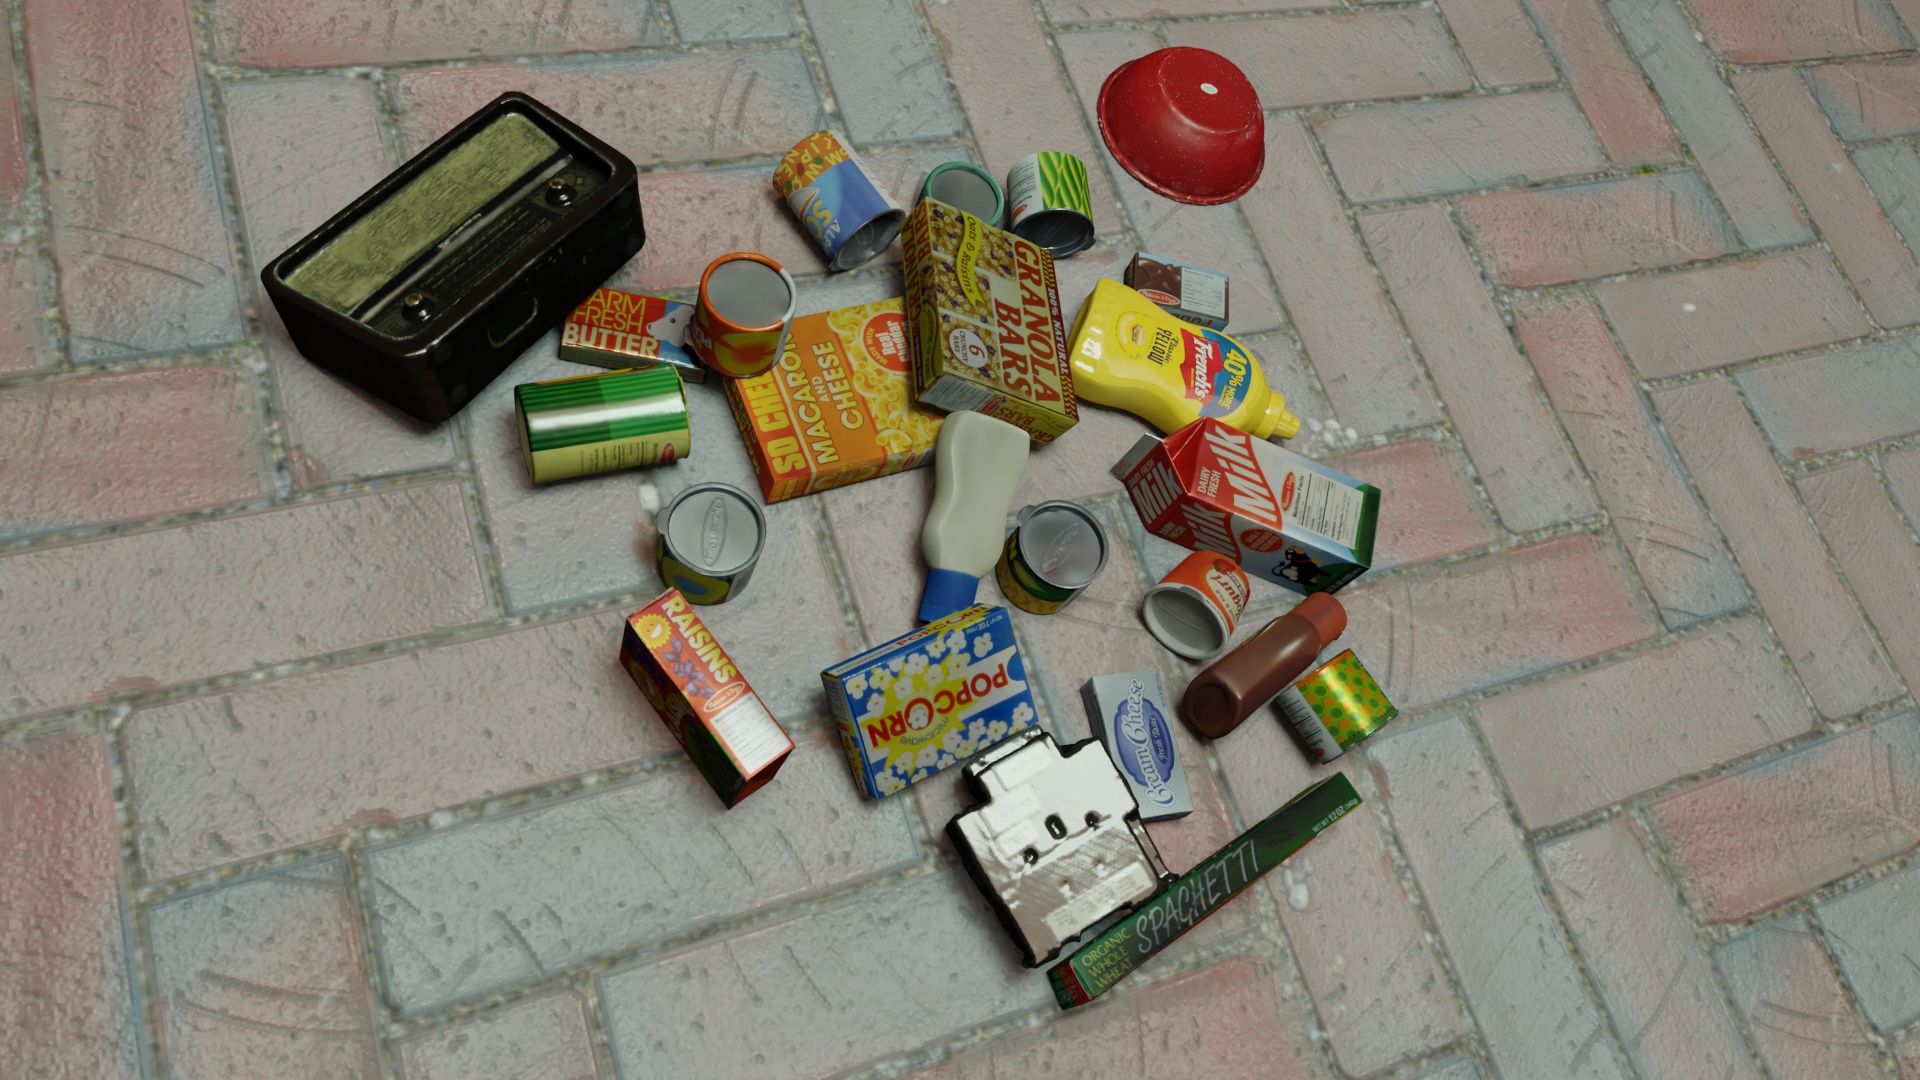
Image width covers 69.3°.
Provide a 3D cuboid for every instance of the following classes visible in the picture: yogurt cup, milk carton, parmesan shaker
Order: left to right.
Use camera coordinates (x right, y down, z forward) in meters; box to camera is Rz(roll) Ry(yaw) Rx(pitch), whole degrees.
[{"bbox_3d":[-0.237,-0.080,0.921,0.103,0.071,0.071,-11,71,-22],"label":"parmesan shaker"},{"bbox_3d":[0.173,0.044,1.002,0.072,0.072,0.054,41,53,3],"label":"yogurt cup"},{"bbox_3d":[0.210,-0.030,1.042,0.190,0.072,0.074,22,62,-9],"label":"milk carton"}]

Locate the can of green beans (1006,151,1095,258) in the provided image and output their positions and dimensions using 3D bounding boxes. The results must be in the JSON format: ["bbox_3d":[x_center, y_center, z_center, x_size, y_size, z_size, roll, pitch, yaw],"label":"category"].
[{"bbox_3d":[0.071,-0.267,1.108,0.071,0.071,0.058,3,65,-16],"label":"can of green beans"}]

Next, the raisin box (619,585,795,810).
[{"bbox_3d":[-0.158,0.098,0.857,0.040,0.085,0.123,-35,81,-26],"label":"raisin box"}]

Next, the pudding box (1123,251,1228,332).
[{"bbox_3d":[0.175,-0.200,1.131,0.084,0.030,0.050,11,65,-13],"label":"pudding box"}]

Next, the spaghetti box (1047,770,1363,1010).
[{"bbox_3d":[0.165,0.229,0.922,0.251,0.050,0.029,-27,75,-26],"label":"spaghetti box"}]

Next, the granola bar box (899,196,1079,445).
[{"bbox_3d":[0.021,-0.163,1.026,0.124,0.039,0.166,16,53,-33],"label":"granola bar box"}]

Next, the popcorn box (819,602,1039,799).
[{"bbox_3d":[-0.019,0.103,0.907,0.127,0.038,0.085,-22,104,-25],"label":"popcorn box"}]

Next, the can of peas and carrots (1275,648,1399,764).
[{"bbox_3d":[0.271,0.117,0.997,0.071,0.070,0.059,-29,78,-26],"label":"can of peas and carrots"}]

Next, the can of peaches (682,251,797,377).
[{"bbox_3d":[-0.150,-0.154,0.943,0.071,0.057,0.071,7,63,-15],"label":"can of peaches"}]

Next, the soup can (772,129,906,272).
[{"bbox_3d":[-0.094,-0.256,1.051,0.071,0.071,0.084,-33,79,-27],"label":"soup can"}]

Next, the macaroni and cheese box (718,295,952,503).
[{"bbox_3d":[-0.079,-0.105,1.001,0.167,0.040,0.124,-15,71,-24],"label":"macaroni and cheese box"}]

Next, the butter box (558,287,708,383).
[{"bbox_3d":[-0.228,-0.146,0.981,0.103,0.024,0.053,9,64,-14],"label":"butter box"}]

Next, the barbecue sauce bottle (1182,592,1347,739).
[{"bbox_3d":[0.224,0.085,1.002,0.149,0.064,0.044,-30,66,-35],"label":"barbecue sauce bottle"}]

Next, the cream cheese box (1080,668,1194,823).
[{"bbox_3d":[0.122,0.143,0.962,0.053,0.024,0.104,-5,68,-18],"label":"cream cheese box"}]

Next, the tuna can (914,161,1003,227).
[{"bbox_3d":[0.000,-0.267,1.104,0.071,0.032,0.071,7,65,-15],"label":"tuna can"}]

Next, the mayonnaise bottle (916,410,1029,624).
[{"bbox_3d":[0.003,-0.012,0.964,0.065,0.041,0.148,18,79,-27],"label":"mayonnaise bottle"}]

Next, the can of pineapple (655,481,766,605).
[{"bbox_3d":[-0.166,0.002,0.914,0.071,0.057,0.071,7,65,-15],"label":"can of pineapple"}]

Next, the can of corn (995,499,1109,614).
[{"bbox_3d":[0.062,0.011,0.983,0.071,0.058,0.071,7,65,-15],"label":"can of corn"}]
